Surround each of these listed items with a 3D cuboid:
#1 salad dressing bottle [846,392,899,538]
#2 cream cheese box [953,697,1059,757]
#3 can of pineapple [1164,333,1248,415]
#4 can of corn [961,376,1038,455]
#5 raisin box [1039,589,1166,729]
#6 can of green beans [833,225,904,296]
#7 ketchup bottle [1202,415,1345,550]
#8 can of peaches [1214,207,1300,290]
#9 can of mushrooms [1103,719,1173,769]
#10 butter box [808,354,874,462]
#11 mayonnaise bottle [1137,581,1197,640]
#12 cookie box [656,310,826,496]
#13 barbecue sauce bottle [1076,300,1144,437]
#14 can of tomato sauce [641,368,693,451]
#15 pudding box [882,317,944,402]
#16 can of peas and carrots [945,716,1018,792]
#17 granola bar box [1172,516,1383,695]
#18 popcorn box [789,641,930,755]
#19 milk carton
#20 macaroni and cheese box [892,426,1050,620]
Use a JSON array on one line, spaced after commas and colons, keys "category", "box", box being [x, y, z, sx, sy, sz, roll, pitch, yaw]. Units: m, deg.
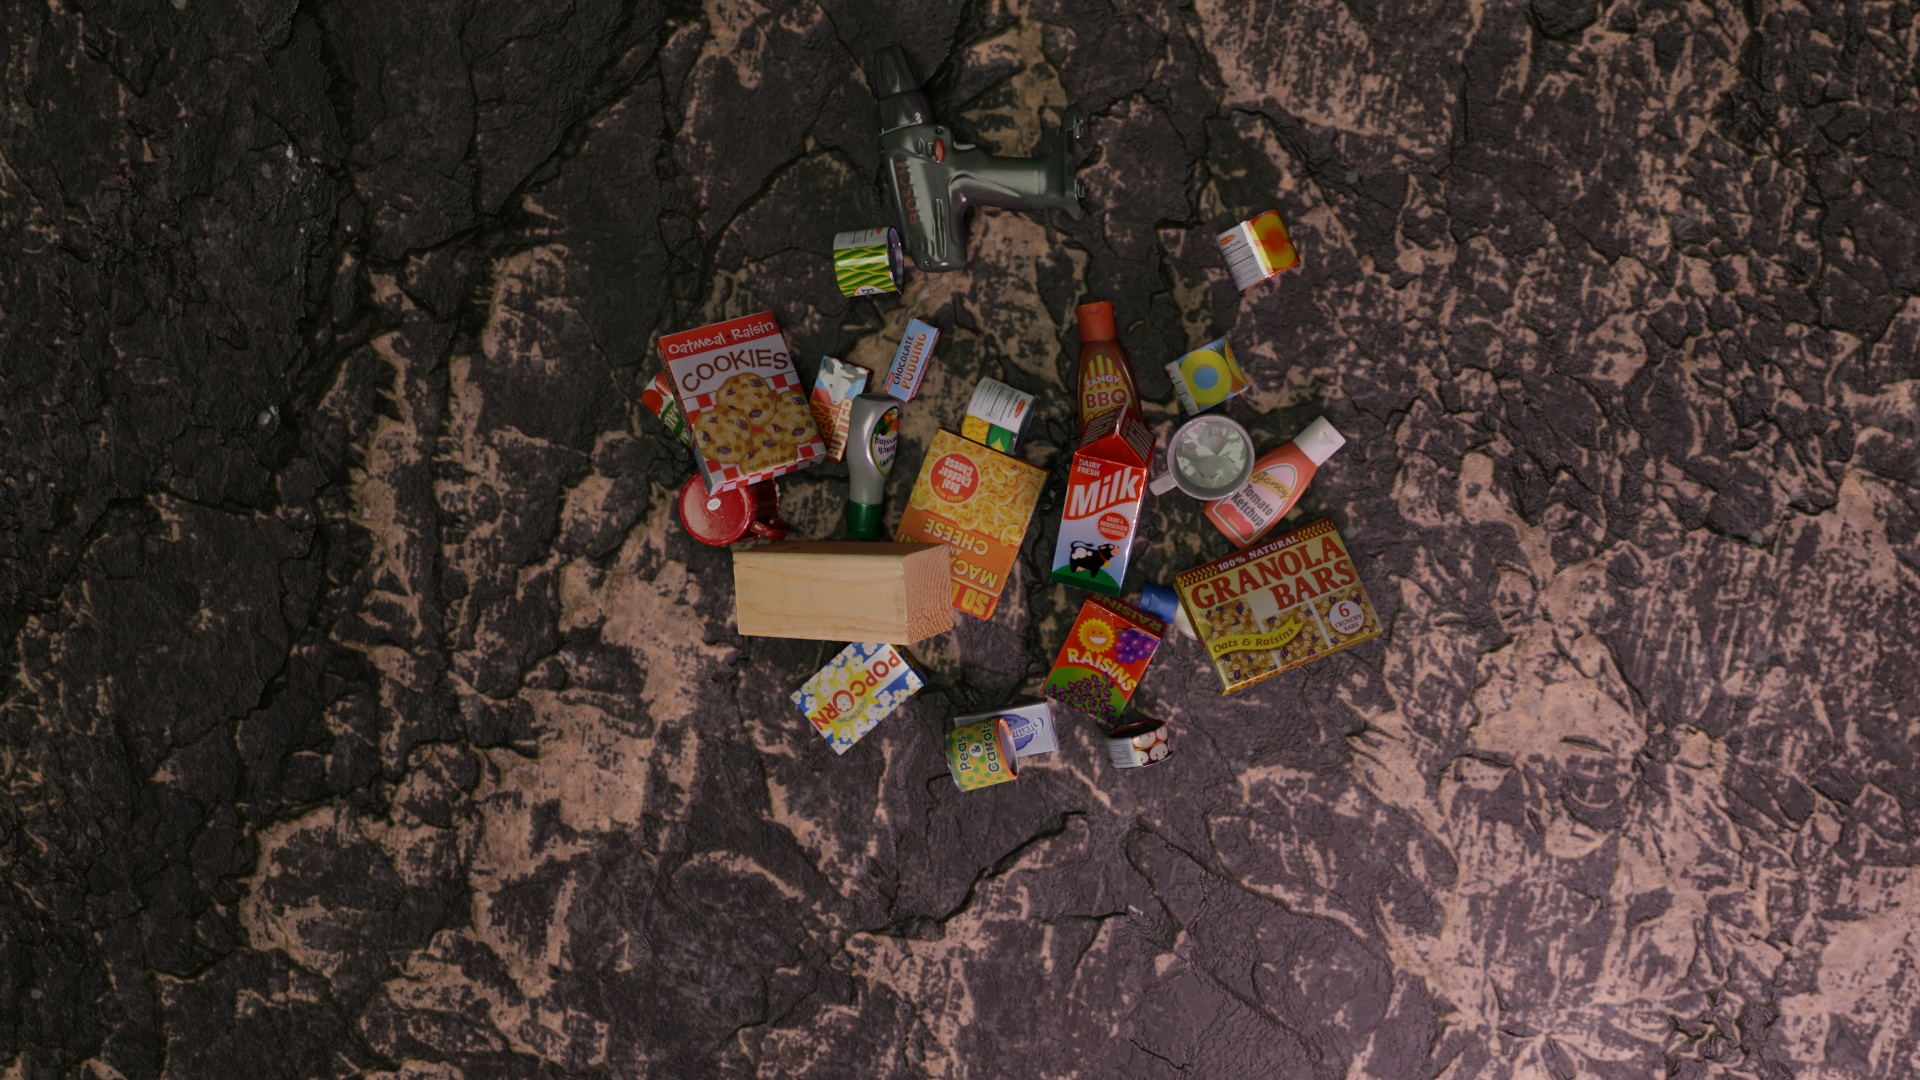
[{"category": "salad dressing bottle", "box": [-0.094, -0.077, 1.443, 0.044, 0.064, 0.147, 14, 108, 25]}, {"category": "cream cheese box", "box": [0.048, 0.202, 1.466, 0.104, 0.024, 0.053, -12, 95, 11]}, {"category": "can of pineapple", "box": [0.244, -0.163, 1.367, 0.071, 0.071, 0.058, -26, 92, 12]}, {"category": "can of corn", "box": [0.039, -0.125, 1.410, 0.058, 0.071, 0.071, 22, 100, 7]}, {"category": "raisin box", "box": [0.145, 0.120, 1.413, 0.086, 0.040, 0.122, 28, 119, 7]}, {"category": "can of green beans", "box": [-0.093, -0.283, 1.412, 0.058, 0.071, 0.071, -5, 96, 11]}, {"category": "ketchup bottle", "box": [0.314, -0.061, 1.379, 0.148, 0.043, 0.065, -44, 91, 11]}, {"category": "can of peaches", "box": [0.290, -0.282, 1.346, 0.071, 0.071, 0.058, -24, 92, 12]}, {"category": "can of mushrooms", "box": [0.184, 0.208, 1.423, 0.071, 0.071, 0.033, -14, 94, 11]}, {"category": "butter box", "box": [-0.132, -0.138, 1.458, 0.053, 0.024, 0.103, 19, 99, 8]}, {"category": "mayonnaise bottle", "box": [0.255, 0.076, 1.406, 0.148, 0.041, 0.064, 13, 92, 8]}, {"category": "cookie box", "box": [-0.225, -0.142, 1.420, 0.123, 0.040, 0.167, -18, 78, -21]}, {"category": "barbecue sauce bottle", "box": [0.145, -0.165, 1.396, 0.065, 0.044, 0.148, -8, 95, 13]}, {"category": "can of tomato sauce", "box": [-0.285, -0.140, 1.462, 0.083, 0.071, 0.071, 44, 102, 3]}, {"category": "pudding box", "box": [-0.049, -0.186, 1.424, 0.030, 0.050, 0.083, 24, 100, 5]}, {"category": "can of peas and carrots", "box": [0.022, 0.218, 1.423, 0.058, 0.071, 0.071, -16, 94, 11]}, {"category": "granola bar box", "box": [0.309, 0.064, 1.360, 0.166, 0.039, 0.124, -21, 72, -1]}, {"category": "popcorn box", "box": [-0.107, 0.156, 1.481, 0.126, 0.038, 0.085, -41, 89, 12]}, {"category": "milk carton", "box": [0.143, -0.047, 1.363, 0.073, 0.073, 0.189, 14, 121, 9]}, {"category": "macaroni and cheese box", "box": [0.005, -0.018, 1.440, 0.124, 0.040, 0.166, 23, 100, 8]}]
